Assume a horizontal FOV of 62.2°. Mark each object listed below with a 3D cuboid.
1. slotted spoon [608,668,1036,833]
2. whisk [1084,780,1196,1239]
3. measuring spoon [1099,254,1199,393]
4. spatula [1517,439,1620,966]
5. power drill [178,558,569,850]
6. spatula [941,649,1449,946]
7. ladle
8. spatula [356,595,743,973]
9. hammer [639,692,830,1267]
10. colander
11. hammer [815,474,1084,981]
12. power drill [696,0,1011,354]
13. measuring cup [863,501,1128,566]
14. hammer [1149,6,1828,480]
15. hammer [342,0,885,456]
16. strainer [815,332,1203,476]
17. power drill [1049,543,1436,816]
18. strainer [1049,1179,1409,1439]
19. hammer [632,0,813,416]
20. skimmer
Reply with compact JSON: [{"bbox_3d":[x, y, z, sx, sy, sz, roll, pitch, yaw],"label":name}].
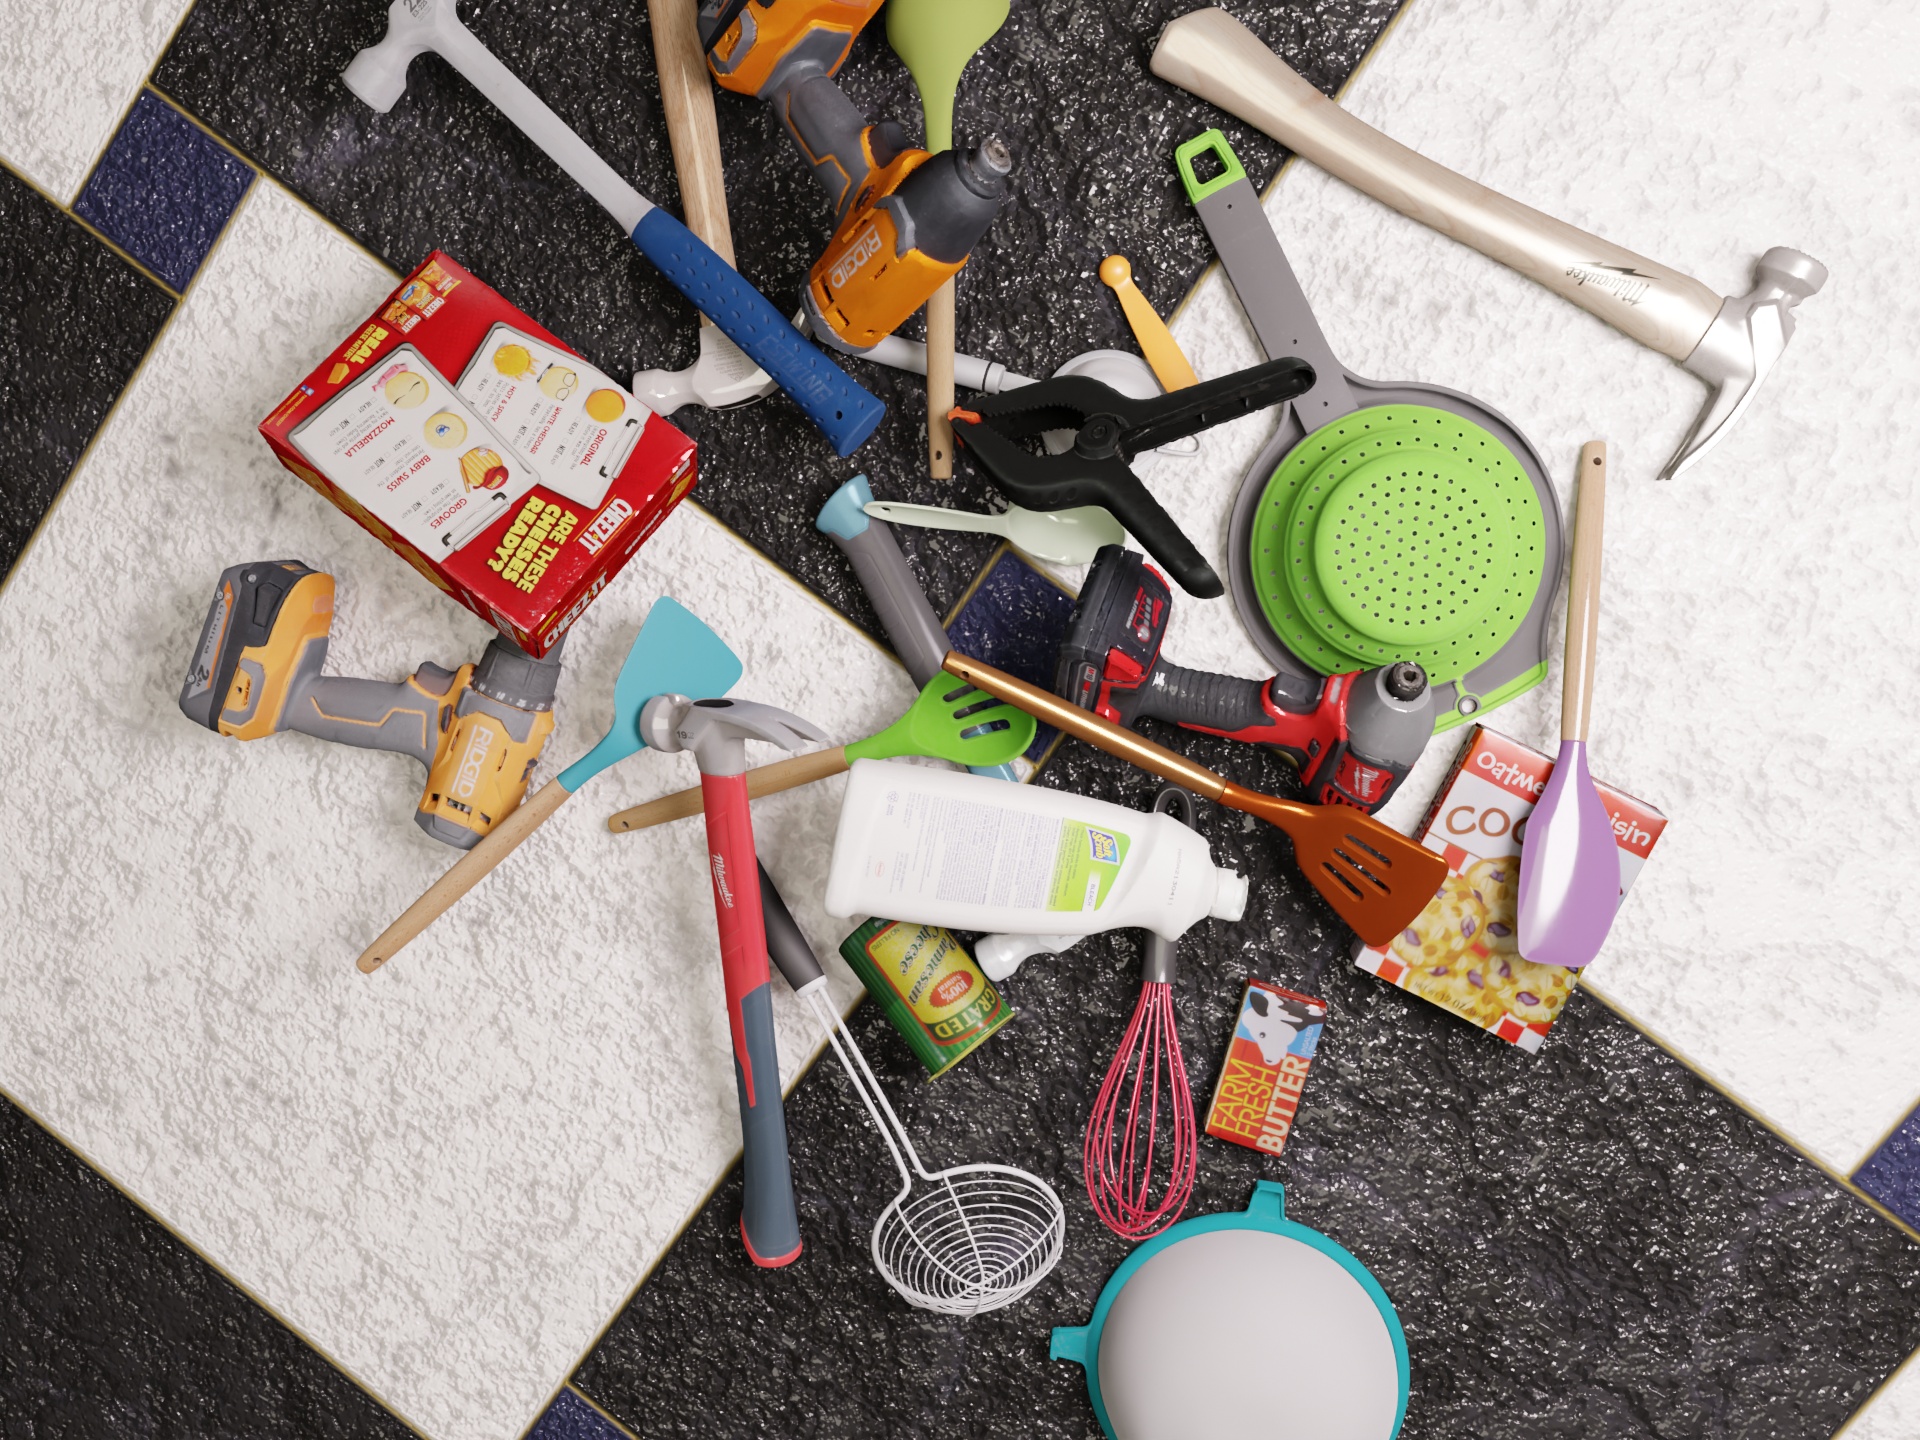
[{"bbox_3d":[-0.095,0.028,1.022,0.314,0.031,0.070,-17,109,20],"label":"slotted spoon"},{"bbox_3d":[0.123,0.185,1.016,0.073,0.073,0.296,5,90,7],"label":"whisk"},{"bbox_3d":[0.119,-0.240,0.988,0.021,0.011,0.117,-30,82,9],"label":"measuring spoon"},{"bbox_3d":[0.370,-0.012,0.948,0.060,0.018,0.316,6,84,1],"label":"spatula"},{"bbox_3d":[-0.375,-0.036,1.053,0.226,0.084,0.185,23,98,1],"label":"power drill"},{"bbox_3d":[0.134,0.037,0.949,0.322,0.041,0.081,25,125,-7],"label":"spatula"},{"bbox_3d":[-0.009,-0.309,0.979,0.078,0.062,0.320,1,95,18],"label":"ladle"},{"bbox_3d":[-0.276,0.054,1.033,0.317,0.044,0.082,-41,127,5],"label":"spatula"},{"bbox_3d":[-0.125,0.177,1.014,0.143,0.038,0.386,8,109,41],"label":"hammer"},{"bbox_3d":[0.227,-0.175,0.945,0.204,0.094,0.397,-26,91,10],"label":"colander"},{"bbox_3d":[-0.002,-0.003,1.025,0.128,0.033,0.331,-28,91,10],"label":"hammer"},{"bbox_3d":[-0.058,-0.353,0.929,0.164,0.084,0.226,-30,79,45],"label":"power drill"},{"bbox_3d":[0.023,-0.137,0.991,0.167,0.083,0.038,7,65,10],"label":"measuring cup"},{"bbox_3d":[0.294,-0.300,0.955,0.410,0.038,0.146,30,100,5],"label":"hammer"},{"bbox_3d":[-0.201,-0.321,0.990,0.405,0.035,0.144,44,101,4],"label":"hammer"},{"bbox_3d":[0.028,-0.212,0.999,0.258,0.050,0.087,17,82,9],"label":"strainer"},{"bbox_3d":[0.169,-0.019,0.946,0.219,0.143,0.079,20,64,7],"label":"power drill"},{"bbox_3d":[0.222,0.481,1.008,0.211,0.095,0.340,-39,88,9],"label":"strainer"},{"bbox_3d":[-0.167,-0.367,1.014,0.130,0.031,0.331,-8,94,10],"label":"hammer"},{"bbox_3d":[-0.061,0.228,1.058,0.127,0.090,0.363,-33,80,10],"label":"skimmer"}]
